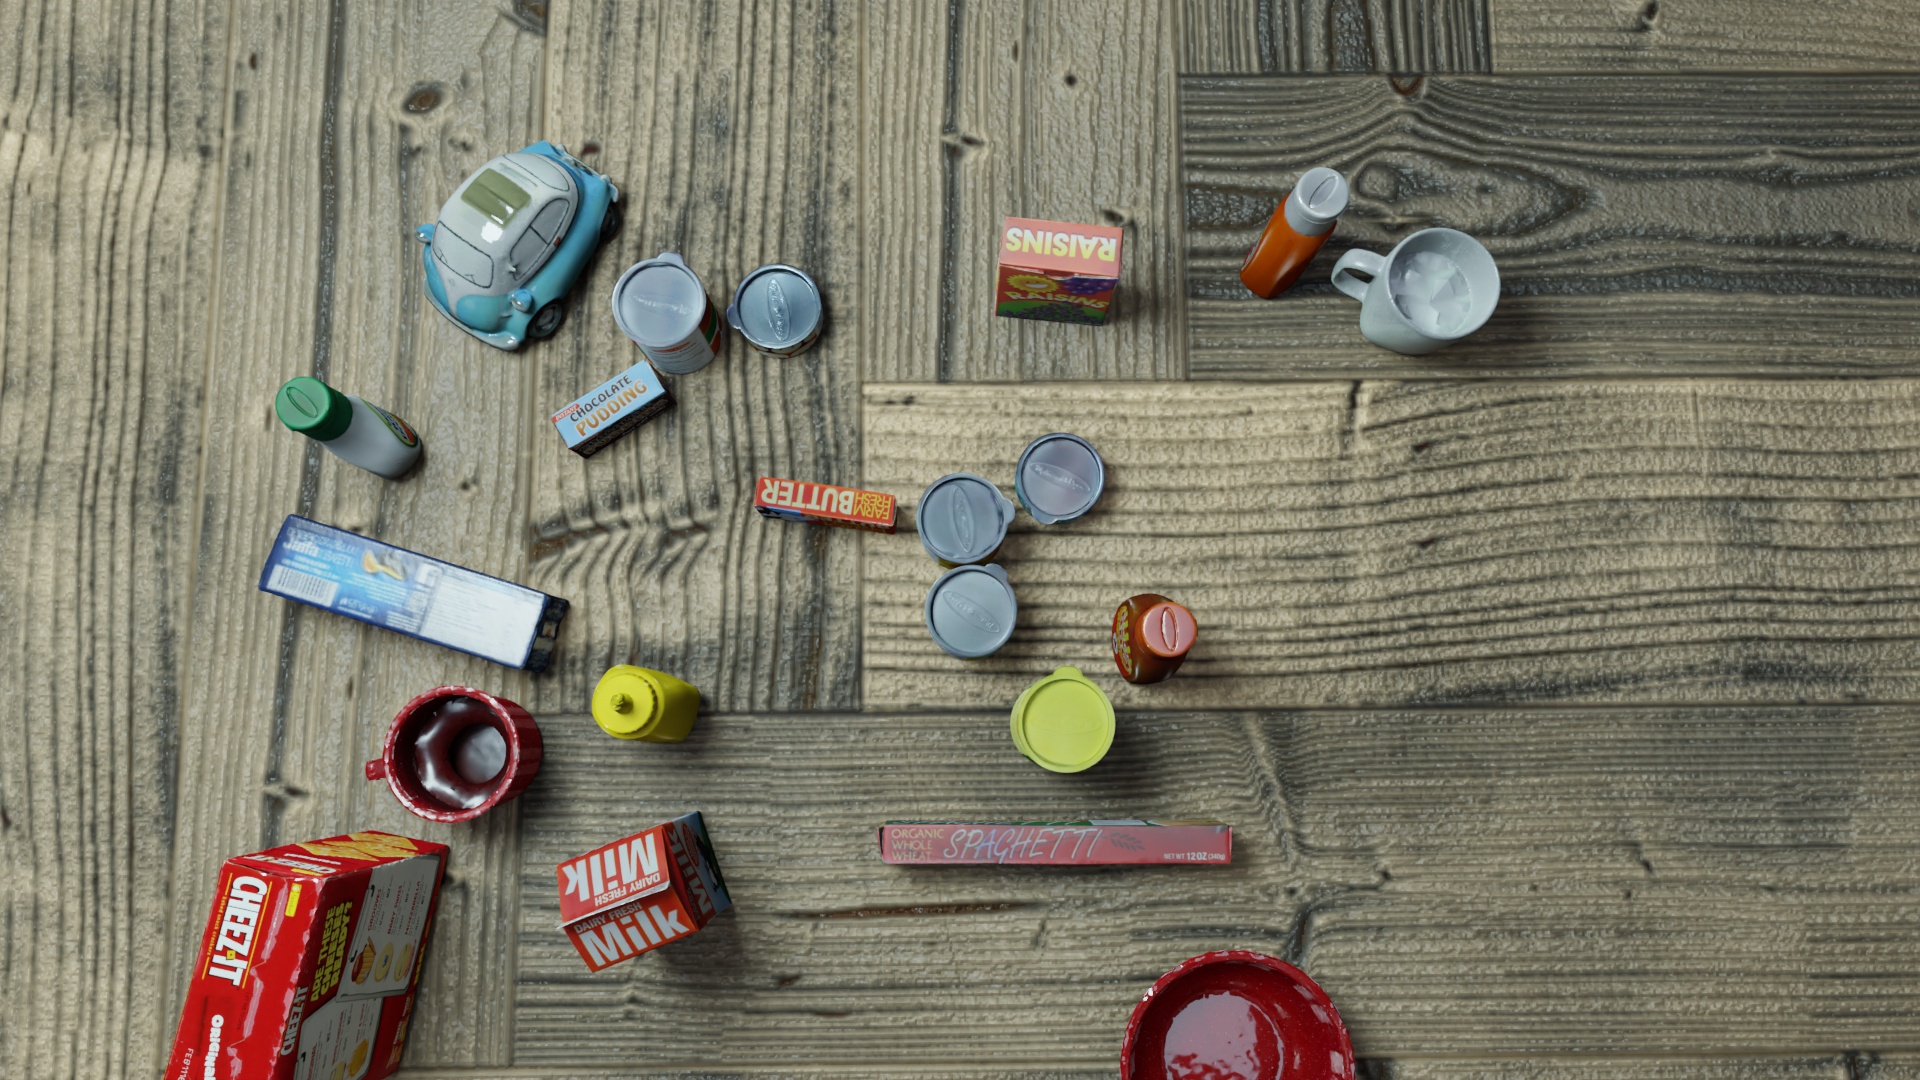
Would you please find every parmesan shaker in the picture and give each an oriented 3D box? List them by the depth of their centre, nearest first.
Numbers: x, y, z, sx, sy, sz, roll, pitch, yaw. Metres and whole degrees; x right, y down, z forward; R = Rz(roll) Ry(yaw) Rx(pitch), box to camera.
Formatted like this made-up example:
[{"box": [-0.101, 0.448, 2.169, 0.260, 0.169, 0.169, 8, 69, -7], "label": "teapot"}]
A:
[{"box": [0.071, 0.126, 0.980, 0.071, 0.103, 0.071, 0, 82, 0], "label": "parmesan shaker"}]

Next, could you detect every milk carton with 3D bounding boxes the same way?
[{"box": [-0.209, 0.230, 0.918, 0.072, 0.190, 0.073, -21, 83, -3], "label": "milk carton"}]

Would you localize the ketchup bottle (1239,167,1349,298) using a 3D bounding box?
[{"box": [0.245, -0.225, 1.009, 0.043, 0.148, 0.065, 39, 84, 4], "label": "ketchup bottle"}]

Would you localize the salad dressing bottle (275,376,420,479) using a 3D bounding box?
[{"box": [-0.432, -0.080, 0.982, 0.064, 0.147, 0.044, 43, 84, 5], "label": "salad dressing bottle"}]

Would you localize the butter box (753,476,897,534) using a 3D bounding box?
[{"box": [-0.098, -0.025, 1.025, 0.103, 0.053, 0.024, 8, 83, 1], "label": "butter box"}]

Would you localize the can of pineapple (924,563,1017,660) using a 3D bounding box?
[{"box": [0.009, 0.053, 1.013, 0.071, 0.058, 0.071, 0, 82, -1], "label": "can of pineapple"}]

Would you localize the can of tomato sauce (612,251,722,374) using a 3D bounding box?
[{"box": [-0.215, -0.167, 1.029, 0.071, 0.083, 0.071, 0, 82, 0], "label": "can of tomato sauce"}]

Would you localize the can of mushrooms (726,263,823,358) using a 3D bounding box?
[{"box": [-0.140, -0.173, 1.056, 0.071, 0.033, 0.071, 0, 82, -1], "label": "can of mushrooms"}]

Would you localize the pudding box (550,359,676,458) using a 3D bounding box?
[{"box": [-0.258, -0.098, 1.036, 0.084, 0.049, 0.030, -32, 84, -5], "label": "pudding box"}]

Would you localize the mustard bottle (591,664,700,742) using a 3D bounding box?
[{"box": [-0.221, 0.112, 0.950, 0.065, 0.160, 0.049, 17, 83, 2], "label": "mustard bottle"}]

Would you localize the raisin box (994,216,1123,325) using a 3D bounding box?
[{"box": [0.069, -0.194, 1.016, 0.086, 0.123, 0.040, 7, 83, 0], "label": "raisin box"}]

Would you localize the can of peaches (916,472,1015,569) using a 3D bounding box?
[{"box": [0.004, -0.013, 1.022, 0.071, 0.058, 0.071, 0, 82, -1], "label": "can of peaches"}]

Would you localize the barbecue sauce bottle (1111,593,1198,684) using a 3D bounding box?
[{"box": [0.135, 0.066, 0.966, 0.044, 0.148, 0.065, -4, 83, -1], "label": "barbecue sauce bottle"}]

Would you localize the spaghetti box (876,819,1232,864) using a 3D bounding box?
[{"box": [0.066, 0.215, 0.994, 0.250, 0.050, 0.029, 0, 82, -1], "label": "spaghetti box"}]

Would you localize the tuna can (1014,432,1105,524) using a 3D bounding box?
[{"box": [0.073, -0.043, 1.040, 0.071, 0.033, 0.071, 0, 82, -1], "label": "tuna can"}]
